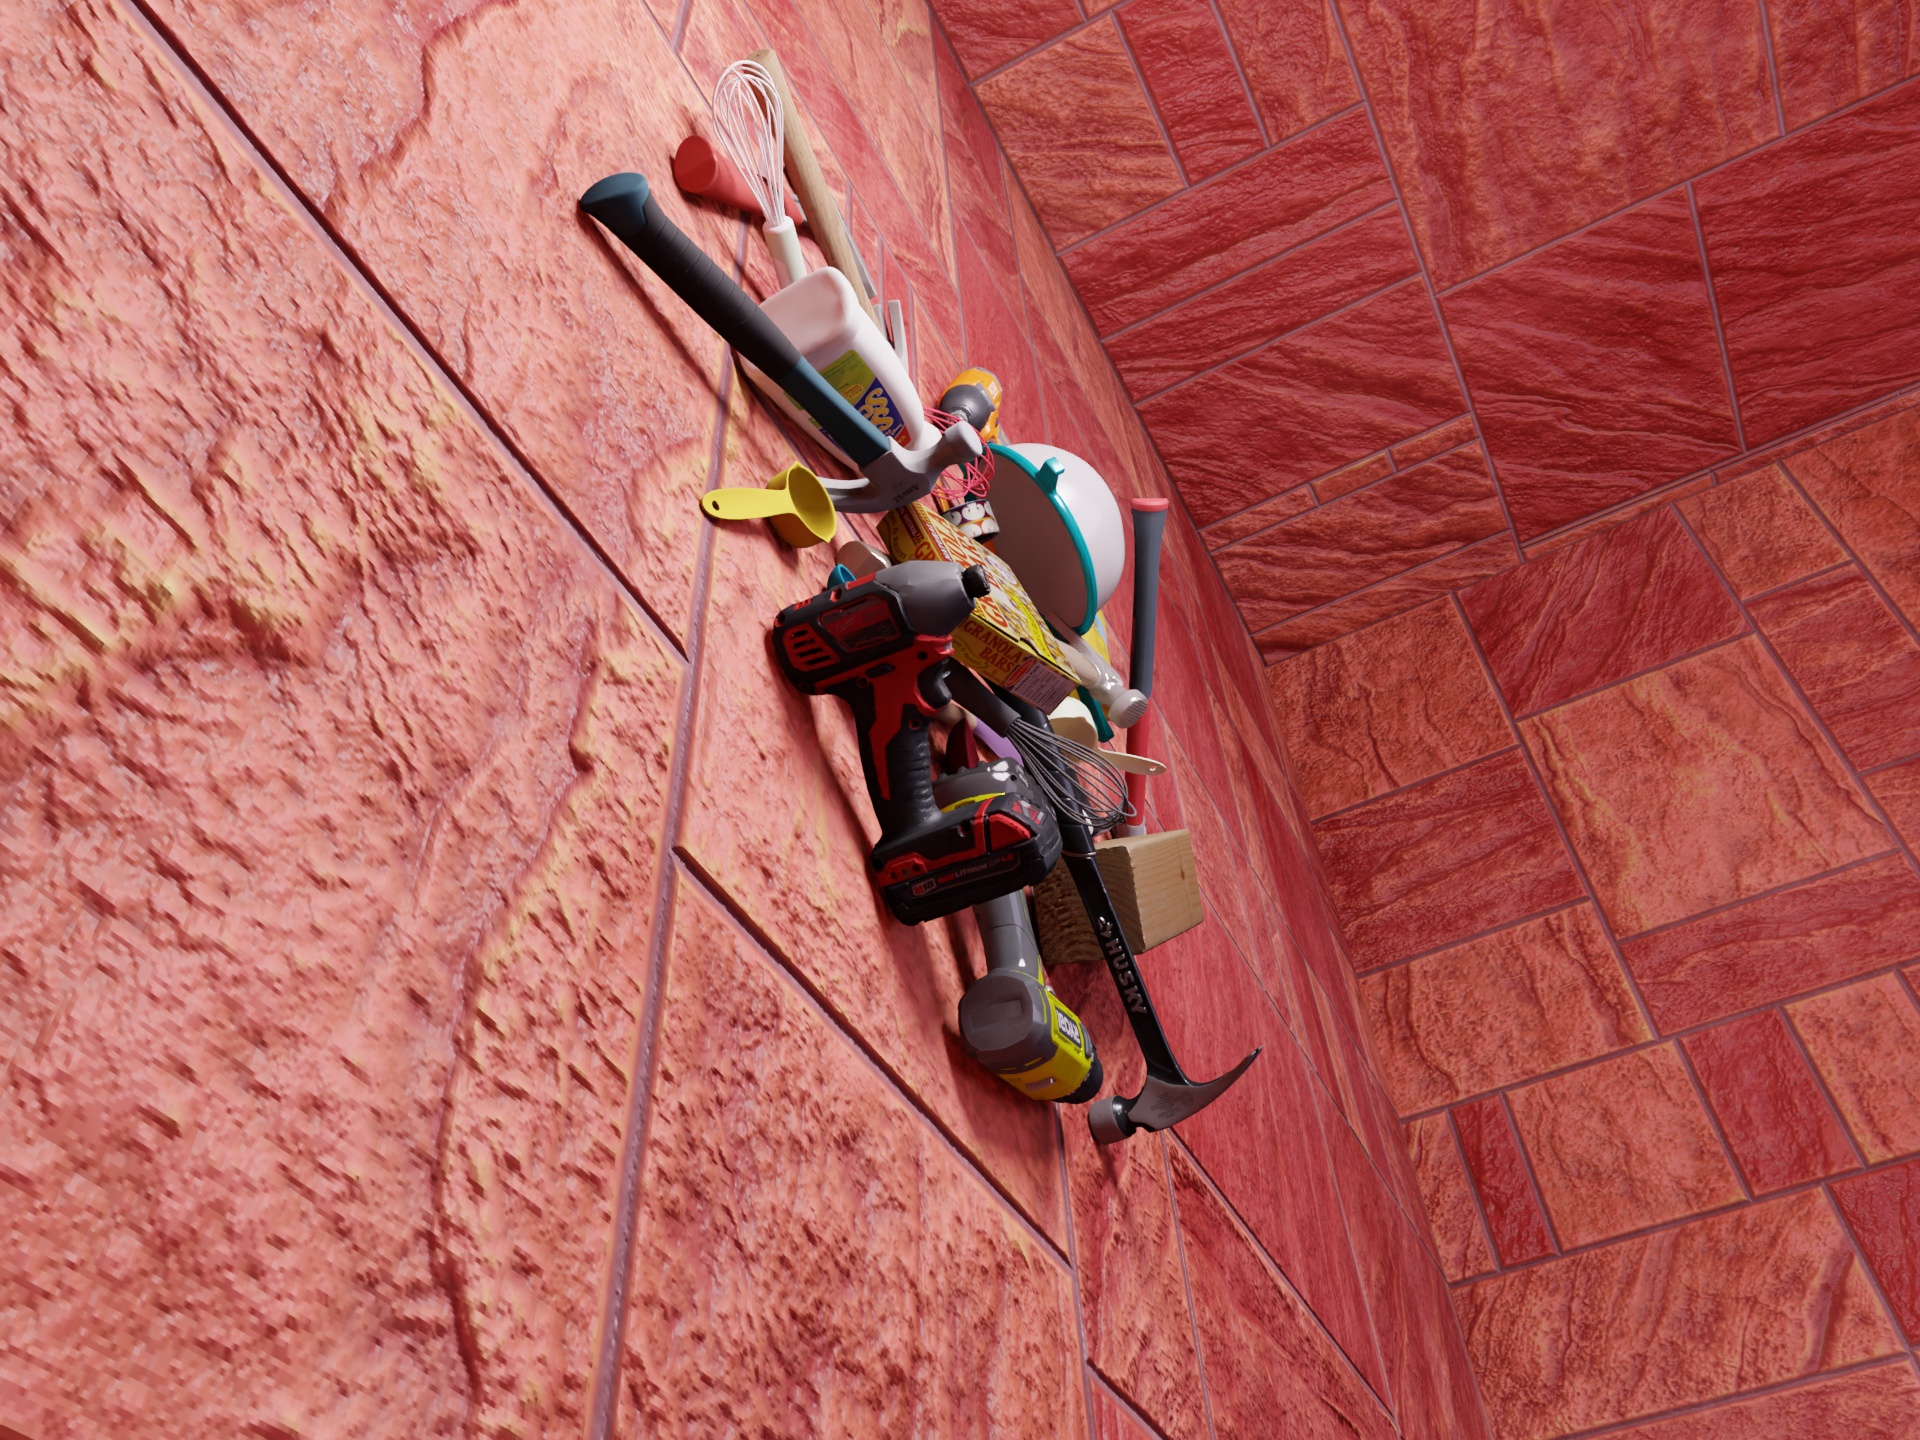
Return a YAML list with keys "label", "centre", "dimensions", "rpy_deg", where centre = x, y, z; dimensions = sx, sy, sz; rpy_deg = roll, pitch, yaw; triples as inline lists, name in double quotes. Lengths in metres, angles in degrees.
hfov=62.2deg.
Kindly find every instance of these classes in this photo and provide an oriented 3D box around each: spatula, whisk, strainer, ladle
- label: "spatula"
  centre: [-0.002, -0.004, 1.318]
  dimensions: [0.060, 0.018, 0.315]
  rpy_deg: [67, 14, 16]
- label: "whisk"
  centre: [-0.063, -0.267, 1.371]
  dimensions: [0.295, 0.073, 0.073]
  rpy_deg: [29, 39, -48]
- label: "whisk"
  centre: [0.040, 0.003, 1.234]
  dimensions: [0.239, 0.055, 0.055]
  rpy_deg: [39, 10, 14]
- label: "strainer"
  centre: [0.121, -0.140, 1.603]
  dimensions: [0.211, 0.095, 0.340]
  rpy_deg: [24, -39, 58]
- label: "ladle"
  centre: [0.055, 0.101, 1.348]
  dimensions: [0.315, 0.031, 0.069]
  rpy_deg: [53, 26, -46]
- label: "whisk"
  centre: [-0.146, -0.395, 1.246]
  dimensions: [0.058, 0.059, 0.246]
  rpy_deg: [32, -29, 35]

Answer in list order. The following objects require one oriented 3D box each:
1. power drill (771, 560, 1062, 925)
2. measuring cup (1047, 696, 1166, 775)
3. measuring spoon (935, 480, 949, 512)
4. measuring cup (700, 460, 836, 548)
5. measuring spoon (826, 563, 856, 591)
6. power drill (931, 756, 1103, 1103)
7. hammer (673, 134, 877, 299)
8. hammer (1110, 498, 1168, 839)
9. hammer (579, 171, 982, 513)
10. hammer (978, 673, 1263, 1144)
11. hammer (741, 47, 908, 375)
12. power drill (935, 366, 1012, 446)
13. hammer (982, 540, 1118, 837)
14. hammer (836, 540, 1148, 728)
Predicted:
- label: "power drill"
  centre: [-0.019, 0.008, 1.025]
  dimensions: [0.078, 0.143, 0.219]
  rpy_deg: [-44, 113, -76]
- label: "measuring cup"
  centre: [0.125, 0.019, 1.507]
  dimensions: [0.167, 0.083, 0.038]
  rpy_deg: [15, 42, -30]
- label: "measuring spoon"
  centre: [-0.020, -0.212, 1.562]
  dimensions: [0.021, 0.011, 0.117]
  rpy_deg: [-30, 100, -74]
- label: "measuring cup"
  centre: [-0.136, -0.142, 1.074]
  dimensions: [0.156, 0.029, 0.062]
  rpy_deg: [-17, 84, -62]
- label: "measuring spoon"
  centre: [-0.062, -0.059, 1.176]
  dimensions: [0.128, 0.021, 0.042]
  rpy_deg: [55, 12, -25]
- label: "power drill"
  centre: [0.044, 0.160, 1.145]
  dimensions: [0.190, 0.080, 0.229]
  rpy_deg: [49, 26, -57]
- label: "hammer"
  centre: [-0.158, -0.439, 1.369]
  dimensions: [0.149, 0.036, 0.359]
  rpy_deg: [66, 15, -5]
- label: "hammer"
  centre: [0.182, -0.029, 1.592]
  dimensions: [0.143, 0.038, 0.386]
  rpy_deg: [-94, -176, -68]
- label: "hammer"
  centre: [-0.129, -0.256, 1.106]
  dimensions: [0.330, 0.128, 0.033]
  rpy_deg: [40, 29, -40]
- label: "hammer"
  centre: [0.103, 0.120, 1.258]
  dimensions: [0.036, 0.149, 0.409]
  rpy_deg: [-3, 70, -63]
- label: "hammer"
  centre: [-0.111, -0.417, 1.374]
  dimensions: [0.130, 0.031, 0.331]
  rpy_deg: [-82, 156, -44]
- label: "power drill"
  centre: [0.048, -0.270, 1.737]
  dimensions: [0.226, 0.084, 0.164]
  rpy_deg: [59, 18, -14]
- label: "hammer"
  centre: [0.074, -0.042, 1.586]
  dimensions: [0.337, 0.034, 0.127]
  rpy_deg: [69, 17, 5]
- label: "hammer"
  centre: [0.022, -0.088, 1.371]
  dimensions: [0.146, 0.038, 0.410]
  rpy_deg: [47, 15, 32]
